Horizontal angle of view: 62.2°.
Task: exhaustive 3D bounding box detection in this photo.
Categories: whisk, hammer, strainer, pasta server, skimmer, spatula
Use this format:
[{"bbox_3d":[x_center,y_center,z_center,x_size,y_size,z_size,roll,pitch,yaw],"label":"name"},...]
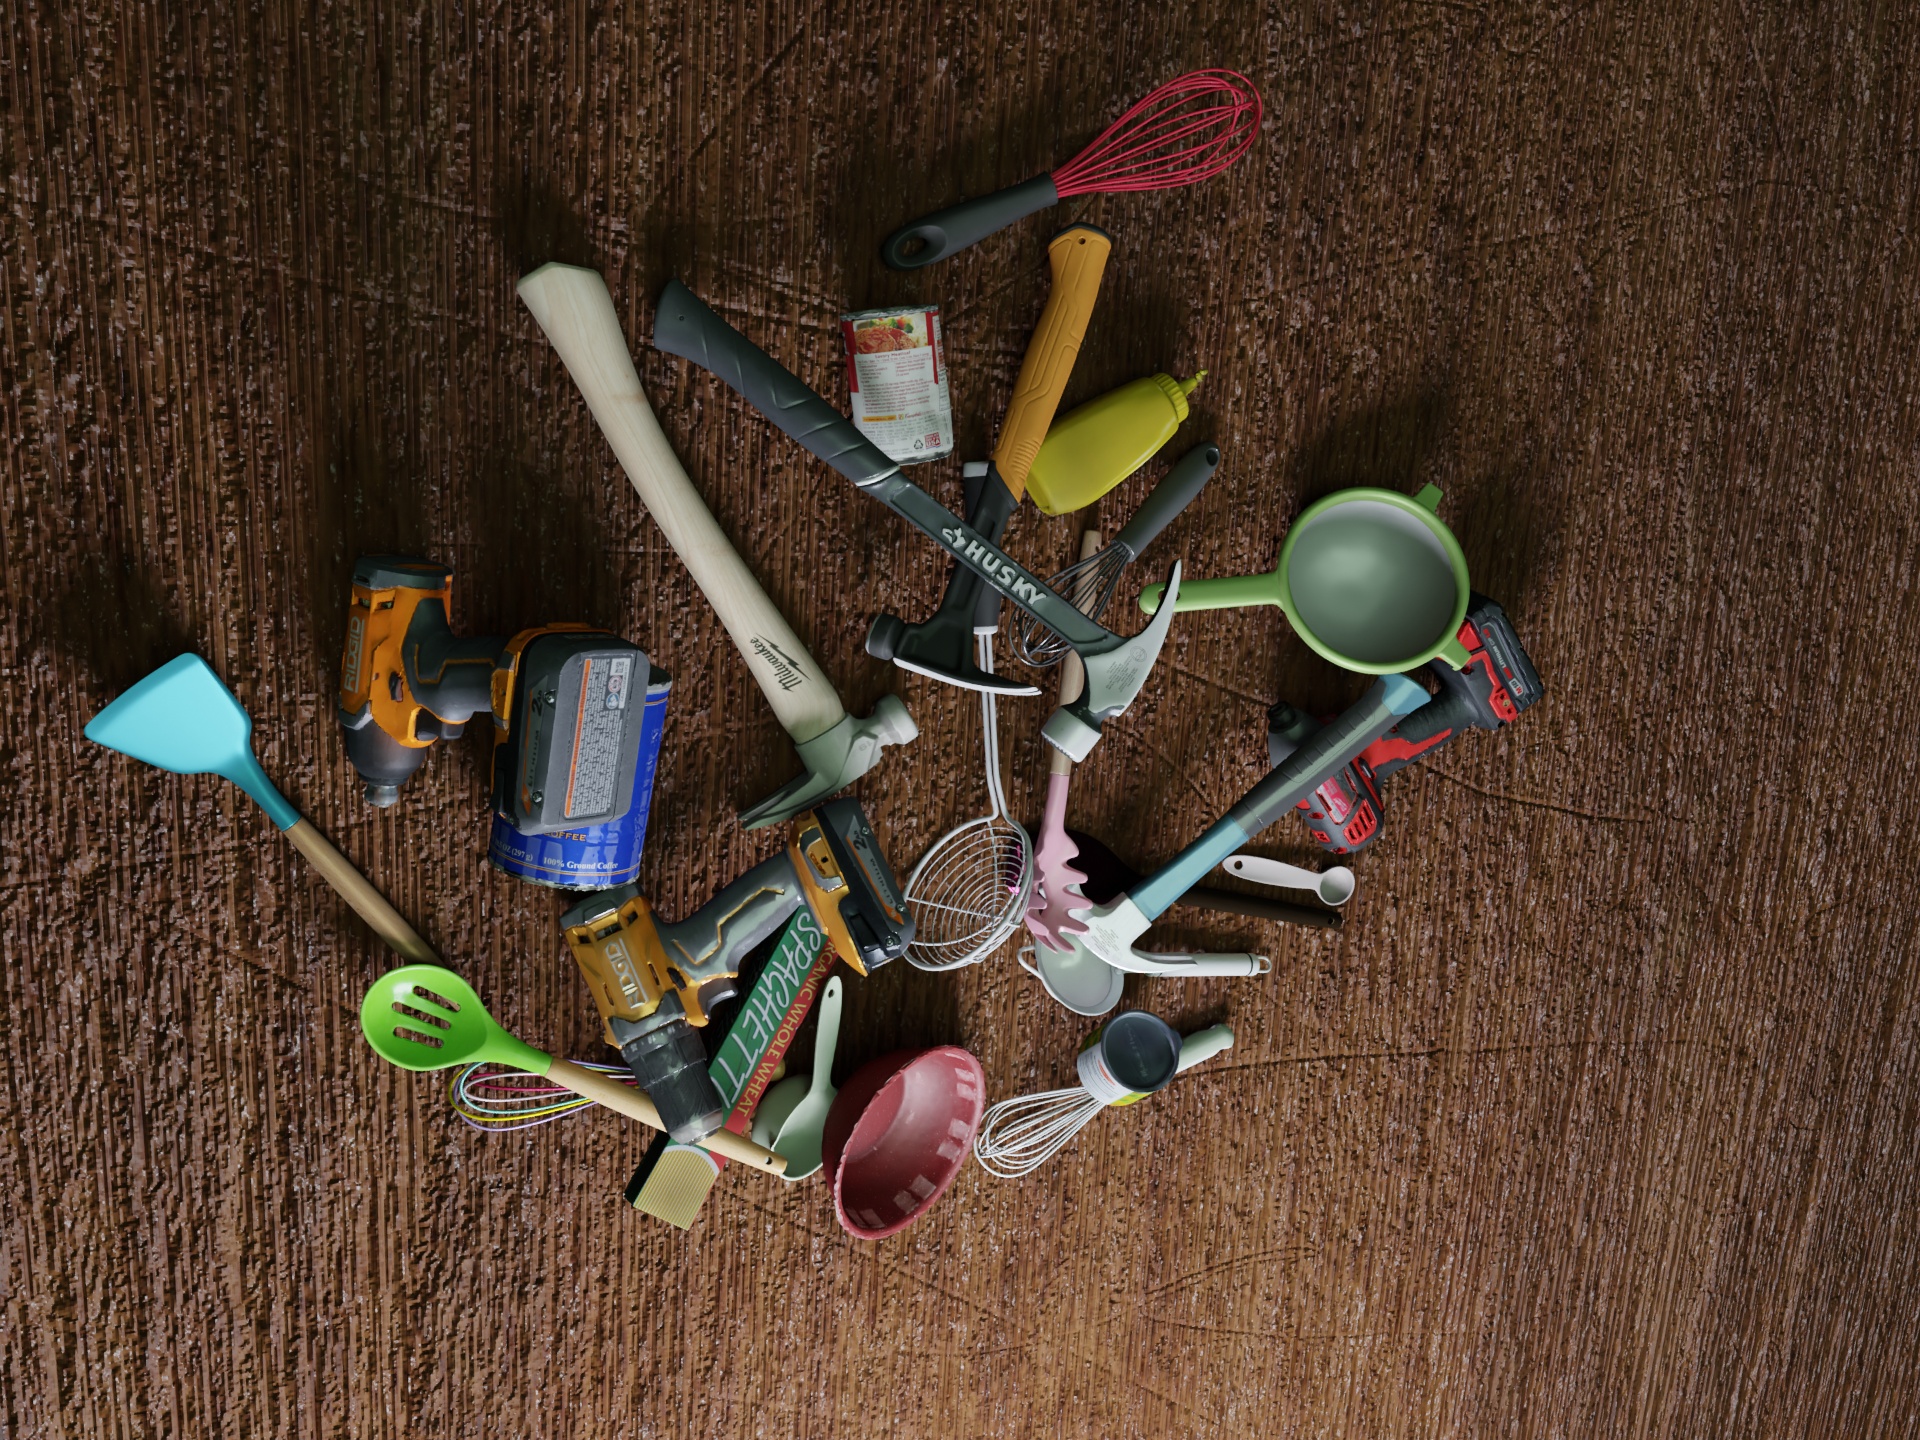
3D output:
[{"bbox_3d":[0.081,-0.379,1.111,0.296,0.073,0.073,-25,111,-7],"label":"whisk"},{"bbox_3d":[-0.035,-0.154,1.052,0.409,0.036,0.149,38,92,-2],"label":"hammer"},{"bbox_3d":[-0.185,-0.116,1.088,0.146,0.038,0.410,-33,112,-8],"label":"hammer"},{"bbox_3d":[0.118,-0.129,1.175,0.239,0.055,0.055,-47,115,-21],"label":"whisk"},{"bbox_3d":[0.045,-0.186,1.115,0.127,0.034,0.337,18,88,13],"label":"hammer"},{"bbox_3d":[0.226,0.072,1.237,0.331,0.033,0.128,-39,101,1],"label":"hammer"},{"bbox_3d":[0.149,0.201,1.293,0.258,0.050,0.087,4,57,-27],"label":"strainer"},{"bbox_3d":[0.121,0.305,1.307,0.246,0.057,0.059,-21,80,-19],"label":"whisk"},{"bbox_3d":[0.084,0.014,1.192,0.060,0.040,0.316,9,88,-50],"label":"pasta server"},{"bbox_3d":[-0.002,-0.004,1.155,0.090,0.127,0.363,-8,99,-37],"label":"skimmer"},{"bbox_3d":[-0.425,0.091,1.047,0.082,0.044,0.317,-38,114,-5],"label":"spatula"},{"bbox_3d":[0.263,-0.097,1.246,0.256,0.069,0.151,-5,77,-3],"label":"strainer"},{"bbox_3d":[-0.247,0.259,1.161,0.245,0.047,0.051,1,102,-25],"label":"whisk"}]

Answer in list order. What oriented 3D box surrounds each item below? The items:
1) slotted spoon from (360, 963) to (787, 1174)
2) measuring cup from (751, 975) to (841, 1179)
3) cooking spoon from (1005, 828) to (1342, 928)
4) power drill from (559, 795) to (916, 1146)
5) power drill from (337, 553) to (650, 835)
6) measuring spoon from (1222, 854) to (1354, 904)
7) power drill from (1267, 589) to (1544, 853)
[{"bbox_3d":[-0.263,0.252,1.106,0.313,0.031,0.070,27,75,-13],"label":"slotted spoon"},{"bbox_3d":[-0.117,0.263,1.195,0.083,0.038,0.167,-7,112,-49],"label":"measuring cup"},{"bbox_3d":[0.181,0.141,1.301,0.318,0.017,0.069,12,95,-23],"label":"cooking spoon"},{"bbox_3d":[-0.144,0.173,1.114,0.226,0.084,0.185,-24,80,-7],"label":"power drill"},{"bbox_3d":[-0.302,-0.003,0.983,0.084,0.227,0.164,-6,110,-54],"label":"power drill"},{"bbox_3d":[0.274,0.128,1.338,0.124,0.018,0.034,13,99,-16],"label":"measuring spoon"},{"bbox_3d":[0.352,-0.007,1.299,0.219,0.079,0.143,-39,113,-4],"label":"power drill"}]
